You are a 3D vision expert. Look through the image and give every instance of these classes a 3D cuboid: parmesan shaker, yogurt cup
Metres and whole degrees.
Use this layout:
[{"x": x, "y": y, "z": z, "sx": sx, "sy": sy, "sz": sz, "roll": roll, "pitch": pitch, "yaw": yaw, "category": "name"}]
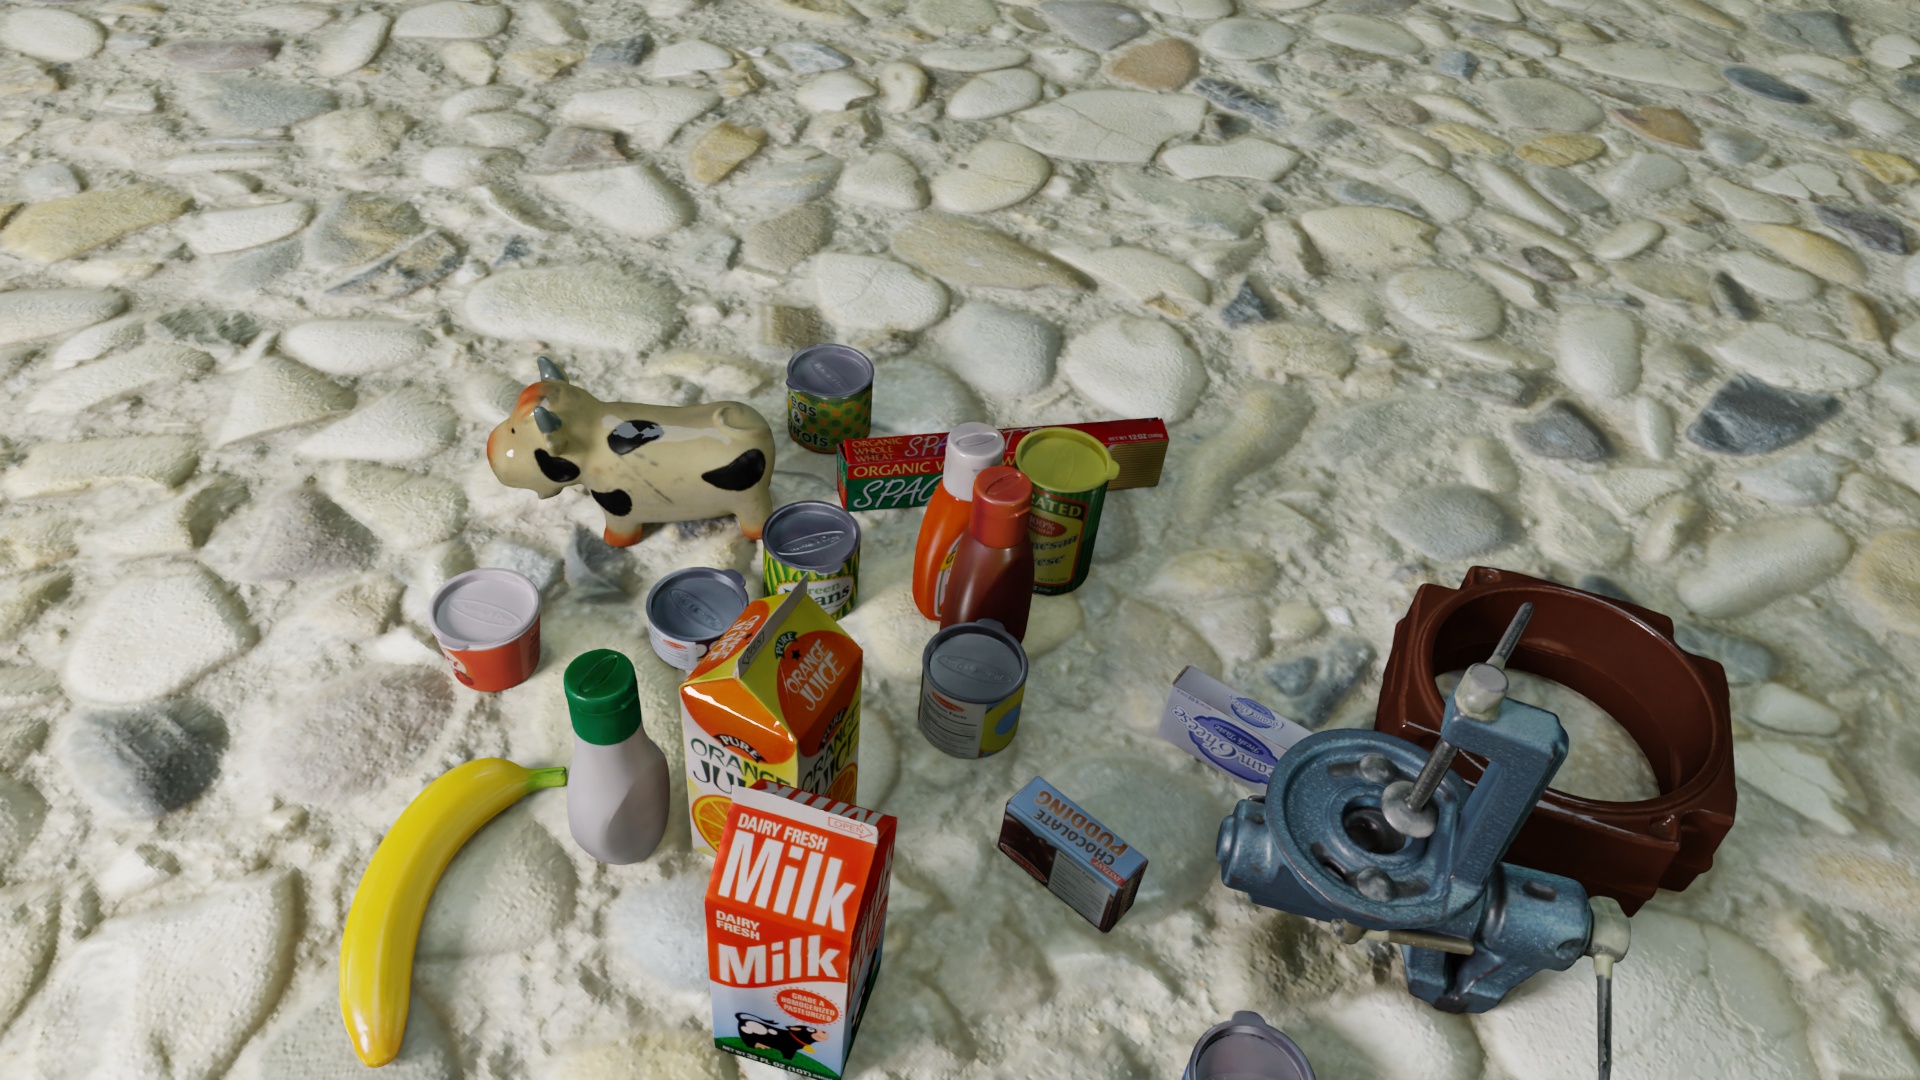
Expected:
[{"x": 0.068, "y": -0.018, "z": 0.967, "sx": 0.071, "sy": 0.102, "sz": 0.072, "roll": 3, "pitch": 44, "yaw": -3, "category": "parmesan shaker"}, {"x": -0.298, "y": 0.058, "z": 0.879, "sx": 0.072, "sy": 0.053, "sz": 0.073, "roll": 4, "pitch": 44, "yaw": -3, "category": "yogurt cup"}]

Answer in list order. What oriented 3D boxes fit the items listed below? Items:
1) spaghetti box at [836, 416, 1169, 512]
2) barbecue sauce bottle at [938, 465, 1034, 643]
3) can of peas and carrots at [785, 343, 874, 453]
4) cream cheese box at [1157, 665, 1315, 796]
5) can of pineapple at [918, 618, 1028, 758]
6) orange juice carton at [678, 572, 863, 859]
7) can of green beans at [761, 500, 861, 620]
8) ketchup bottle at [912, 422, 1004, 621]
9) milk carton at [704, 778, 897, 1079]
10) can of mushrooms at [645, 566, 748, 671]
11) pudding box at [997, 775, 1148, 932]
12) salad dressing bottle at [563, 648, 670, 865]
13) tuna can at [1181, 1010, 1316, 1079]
[{"x": 0.032, "y": -0.057, "z": 1.041, "sx": 0.250, "sy": 0.049, "sz": 0.029, "roll": -5, "pitch": 45, "yaw": -12, "category": "spaghetti box"}, {"x": 0.020, "y": 0.019, "z": 0.891, "sx": 0.065, "sy": 0.147, "sz": 0.044, "roll": -29, "pitch": 55, "yaw": -31, "category": "barbecue sauce bottle"}, {"x": -0.103, "y": -0.108, "z": 1.070, "sx": 0.071, "sy": 0.058, "sz": 0.071, "roll": 3, "pitch": 44, "yaw": -3, "category": "can of peas and carrots"}, {"x": 0.177, "y": 0.125, "z": 0.869, "sx": 0.104, "sy": 0.053, "sz": 0.024, "roll": 29, "pitch": 48, "yaw": 21, "category": "cream cheese box"}, {"x": 0.008, "y": 0.094, "z": 0.877, "sx": 0.071, "sy": 0.057, "sz": 0.071, "roll": 4, "pitch": 44, "yaw": -3, "category": "can of pineapple"}, {"x": -0.101, "y": 0.104, "z": 0.757, "sx": 0.073, "sy": 0.191, "sz": 0.072, "roll": 22, "pitch": 46, "yaw": 15, "category": "orange juice carton"}, {"x": -0.102, "y": 0.016, "z": 0.944, "sx": 0.071, "sy": 0.057, "sz": 0.071, "roll": 4, "pitch": 44, "yaw": -3, "category": "can of green beans"}, {"x": 0.003, "y": -0.012, "z": 0.920, "sx": 0.065, "sy": 0.148, "sz": 0.044, "roll": -14, "pitch": 48, "yaw": -20, "category": "ketchup bottle"}, {"x": -0.077, "y": 0.184, "z": 0.680, "sx": 0.072, "sy": 0.189, "sz": 0.074, "roll": 14, "pitch": 45, "yaw": 7, "category": "milk carton"}, {"x": -0.171, "y": 0.051, "z": 0.917, "sx": 0.071, "sy": 0.033, "sz": 0.071, "roll": 4, "pitch": 44, "yaw": -3, "category": "can of mushrooms"}, {"x": 0.063, "y": 0.180, "z": 0.801, "sx": 0.084, "sy": 0.049, "sz": 0.030, "roll": 34, "pitch": 50, "yaw": 25, "category": "pudding box"}, {"x": -0.190, "y": 0.120, "z": 0.762, "sx": 0.044, "sy": 0.146, "sz": 0.064, "roll": 24, "pitch": 47, "yaw": 17, "category": "salad dressing bottle"}, {"x": 0.147, "y": 0.283, "z": 0.718, "sx": 0.071, "sy": 0.032, "sz": 0.071, "roll": 4, "pitch": 44, "yaw": -3, "category": "tuna can"}]
